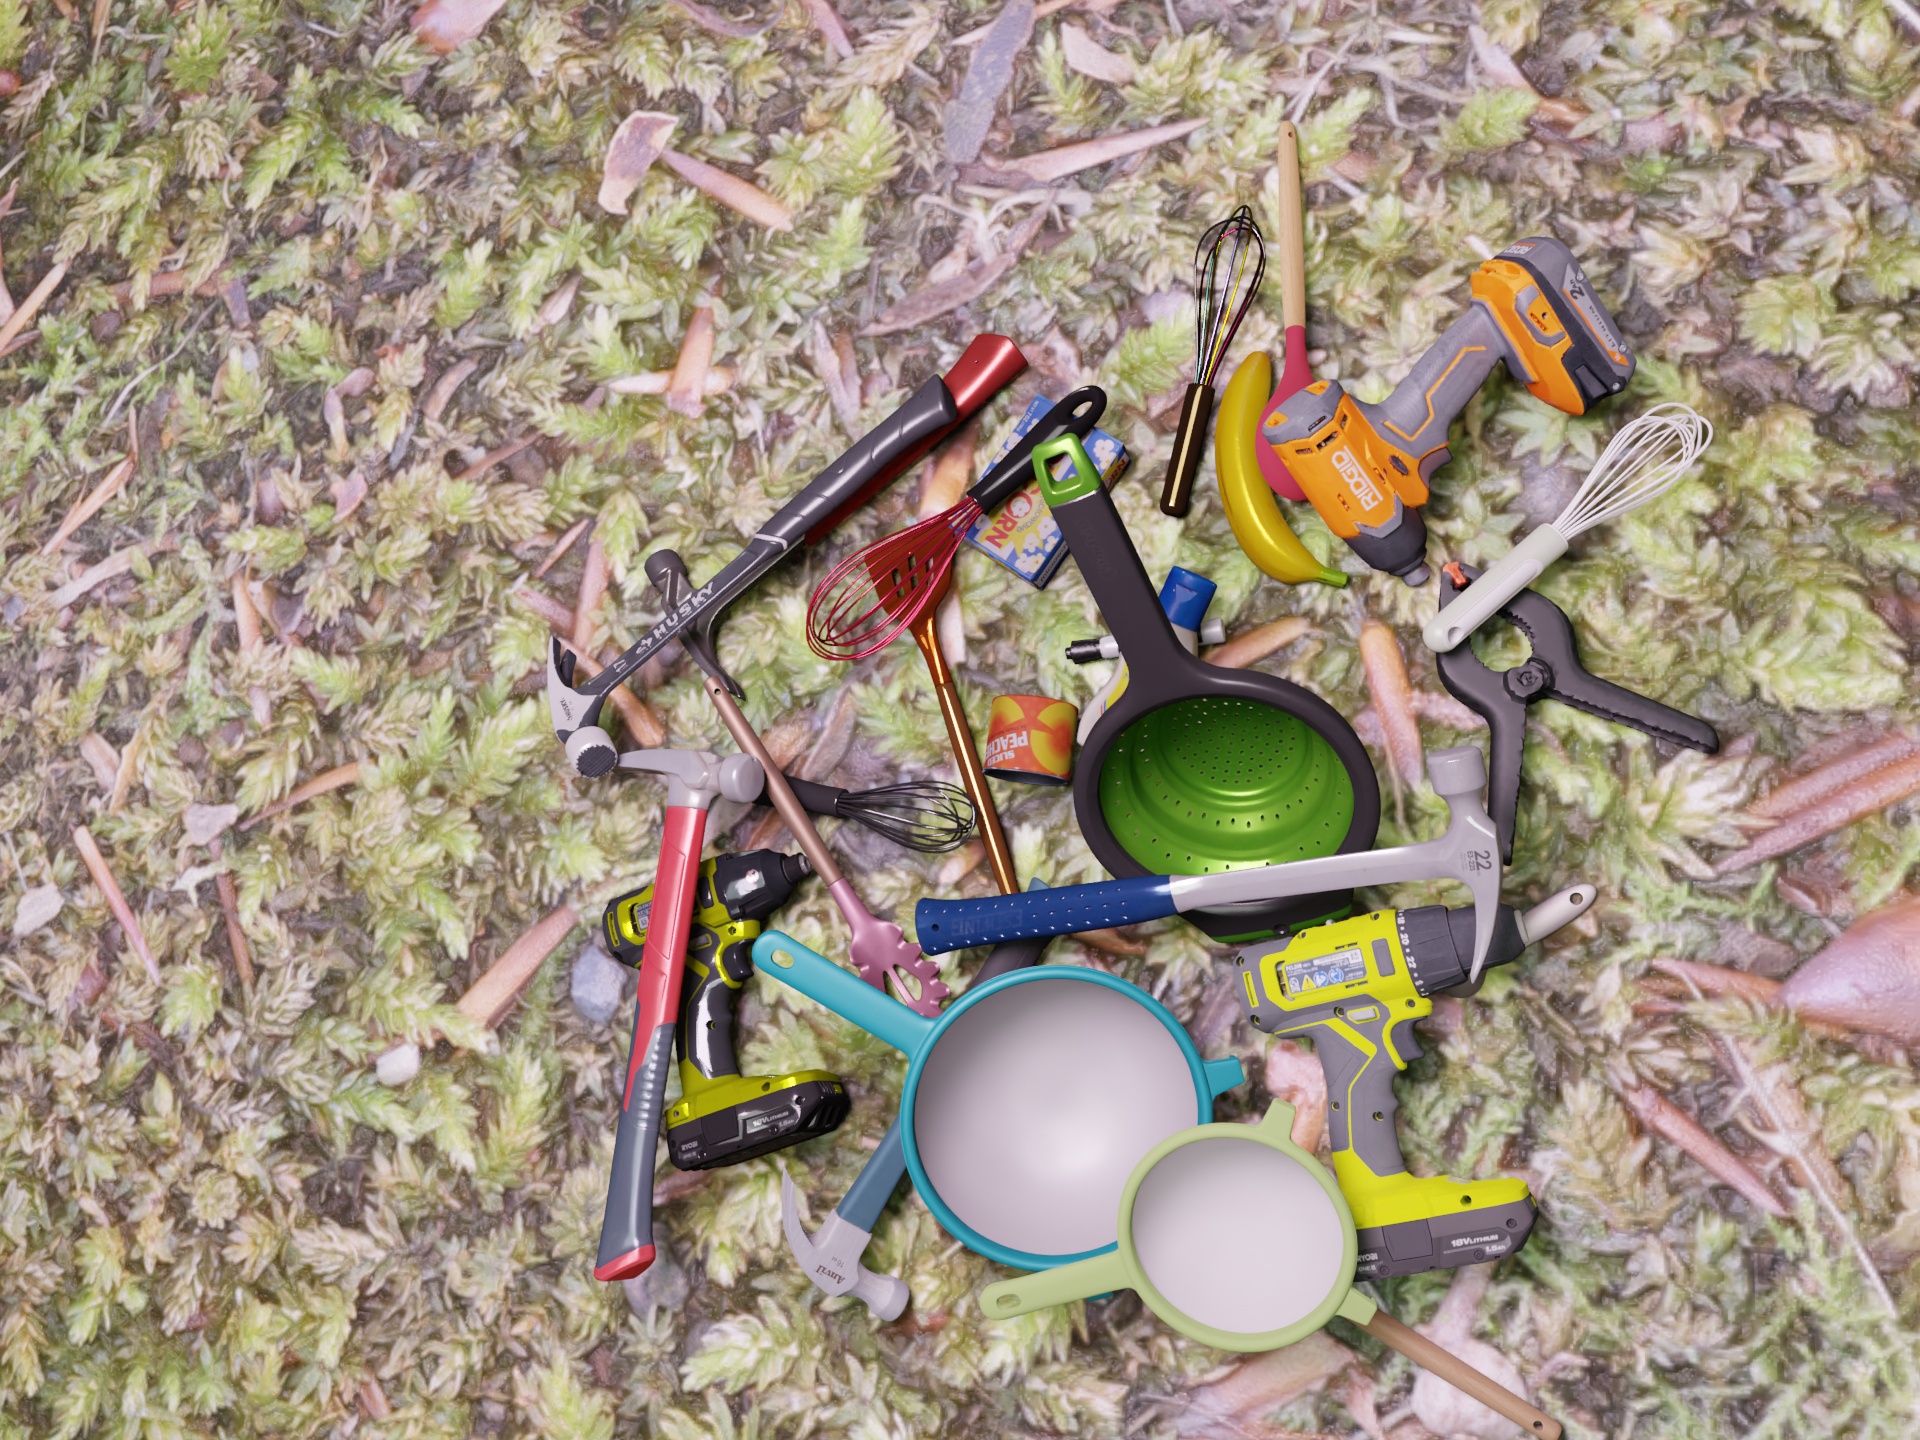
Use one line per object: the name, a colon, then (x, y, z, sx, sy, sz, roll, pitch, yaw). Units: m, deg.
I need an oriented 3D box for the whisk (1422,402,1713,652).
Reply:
whisk: (0.413, -0.130, 1.088, 0.246, 0.057, 0.059, -40, 32, -1)

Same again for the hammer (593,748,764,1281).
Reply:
hammer: (-0.238, 0.212, 1.183, 0.143, 0.038, 0.386, 1, 77, 30)

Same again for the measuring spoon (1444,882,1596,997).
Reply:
measuring spoon: (0.376, 0.146, 1.078, 0.124, 0.018, 0.034, -35, 71, 10)

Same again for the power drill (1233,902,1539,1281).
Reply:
power drill: (0.299, 0.237, 1.049, 0.190, 0.080, 0.229, -17, 74, 20)

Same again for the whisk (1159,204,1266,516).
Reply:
whisk: (0.189, -0.275, 1.216, 0.047, 0.051, 0.245, 12, 87, 42)

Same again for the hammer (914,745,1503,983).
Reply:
hammer: (0.155, 0.121, 1.066, 0.405, 0.035, 0.144, -11, 94, 26)

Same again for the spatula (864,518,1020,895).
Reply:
spatula: (-0.002, -0.004, 1.233, 0.081, 0.041, 0.323, -21, 78, 16)

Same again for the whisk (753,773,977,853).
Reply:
whisk: (-0.092, 0.061, 1.231, 0.239, 0.055, 0.055, 9, 82, 27)

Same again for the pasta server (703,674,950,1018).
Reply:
pasta server: (-0.108, 0.099, 1.206, 0.060, 0.040, 0.316, -31, 84, -11)

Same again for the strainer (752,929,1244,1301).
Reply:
strainer: (0.009, 0.232, 1.105, 0.340, 0.095, 0.211, 31, 94, -1)

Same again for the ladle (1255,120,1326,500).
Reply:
ladle: (0.251, -0.315, 1.195, 0.069, 0.031, 0.316, 6, 72, -15)

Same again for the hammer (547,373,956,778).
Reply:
hammer: (-0.165, -0.129, 1.250, 0.409, 0.036, 0.149, -40, 45, 3)

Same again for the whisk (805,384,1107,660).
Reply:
whisk: (-0.003, -0.152, 1.203, 0.296, 0.073, 0.073, -42, 70, 1)

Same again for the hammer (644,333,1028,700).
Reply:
hammer: (-0.089, -0.178, 1.285, 0.359, 0.036, 0.149, -38, 67, 8)

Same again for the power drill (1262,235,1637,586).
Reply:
power drill: (0.346, -0.209, 1.110, 0.226, 0.084, 0.164, -37, 107, 8)

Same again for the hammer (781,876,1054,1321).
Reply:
hammer: (-0.016, 0.265, 1.158, 0.128, 0.033, 0.331, 34, 84, -17)

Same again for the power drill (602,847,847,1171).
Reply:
power drill: (-0.172, 0.216, 1.217, 0.171, 0.080, 0.223, -22, 70, 14)

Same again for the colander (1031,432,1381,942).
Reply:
colander: (0.149, -0.030, 1.066, 0.204, 0.095, 0.396, -17, 118, 24)

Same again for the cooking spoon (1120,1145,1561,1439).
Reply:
cooking spoon: (0.250, 0.387, 1.073, 0.319, 0.017, 0.069, 28, 90, 22)

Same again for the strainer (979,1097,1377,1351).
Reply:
strainer: (0.134, 0.341, 1.044, 0.256, 0.069, 0.151, -22, 92, 19)
